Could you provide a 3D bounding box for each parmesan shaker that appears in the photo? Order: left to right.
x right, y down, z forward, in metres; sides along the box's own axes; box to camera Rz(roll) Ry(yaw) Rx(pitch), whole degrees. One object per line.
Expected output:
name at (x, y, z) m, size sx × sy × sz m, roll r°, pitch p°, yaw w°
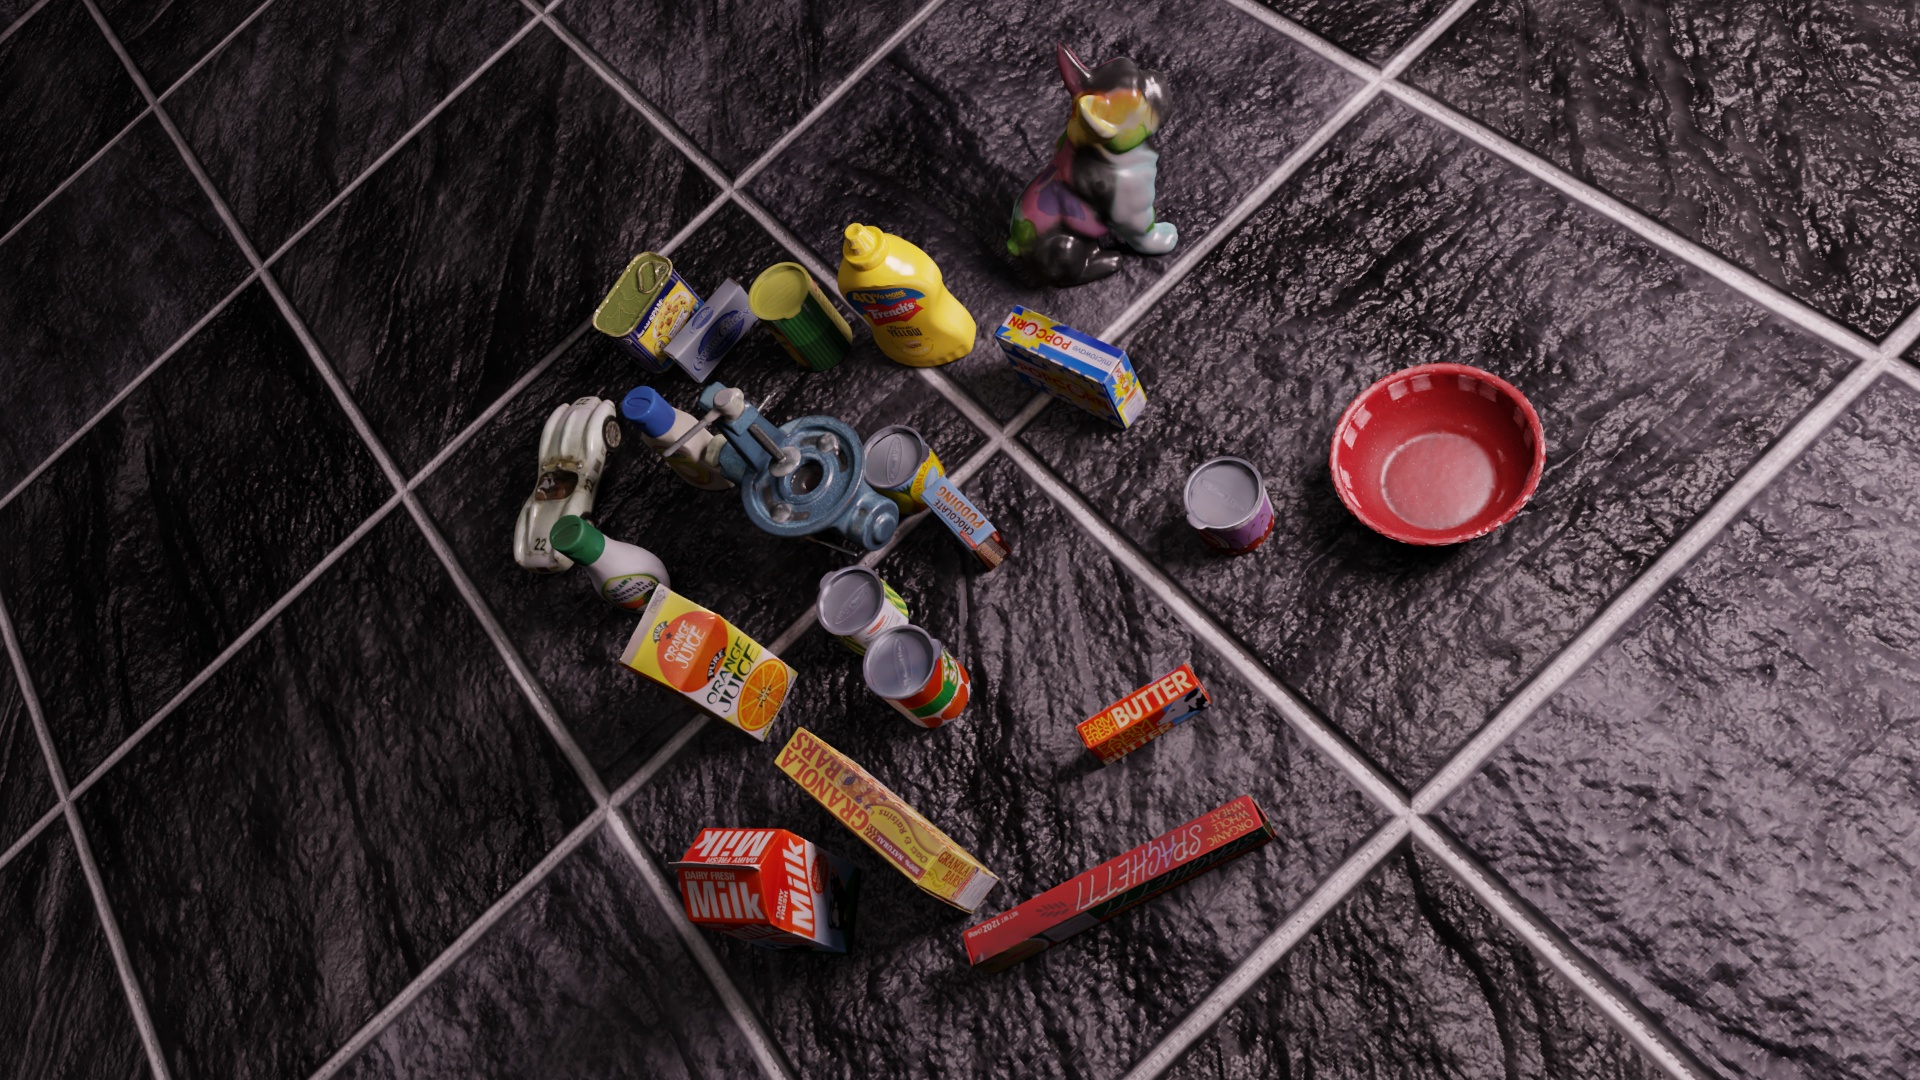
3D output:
parmesan shaker at (-0.157, -0.219, 1.383) m, size 0.071 × 0.103 × 0.071 m, roll -9°, pitch 63°, yaw 18°

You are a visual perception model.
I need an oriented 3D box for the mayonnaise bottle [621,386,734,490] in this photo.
mayonnaise bottle at (-0.273, -0.097, 1.344) m, size 0.065 × 0.147 × 0.041 m, roll 6°, pitch 68°, yaw 25°

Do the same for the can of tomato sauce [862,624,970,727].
can of tomato sauce at (-0.034, 0.115, 1.180) m, size 0.071 × 0.083 × 0.071 m, roll -9°, pitch 62°, yaw 18°

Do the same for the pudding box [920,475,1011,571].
pudding box at (0.004, -0.016, 1.248) m, size 0.030 × 0.049 × 0.084 m, roll -42°, pitch 57°, yaw -1°

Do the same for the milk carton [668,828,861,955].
milk carton at (-0.150, 0.272, 1.085) m, size 0.072 × 0.190 × 0.074 m, roll -5°, pitch 64°, yaw 21°

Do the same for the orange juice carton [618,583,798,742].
orange juice carton at (-0.225, 0.104, 1.198) m, size 0.073 × 0.192 × 0.072 m, roll 18°, pitch 74°, yaw 29°

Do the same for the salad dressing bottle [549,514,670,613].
salad dressing bottle at (-0.330, 0.022, 1.308) m, size 0.064 × 0.147 × 0.044 m, roll -25°, pitch 59°, yaw 9°

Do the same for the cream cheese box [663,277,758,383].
cream cheese box at (-0.258, -0.219, 1.454) m, size 0.024 × 0.053 × 0.104 m, roll 36°, pitch 82°, yaw 32°

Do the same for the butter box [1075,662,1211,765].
butter box at (0.147, 0.140, 1.111) m, size 0.103 × 0.053 × 0.024 m, roll -31°, pitch 58°, yaw 6°

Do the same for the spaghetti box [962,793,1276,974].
spaghetti box at (0.122, 0.264, 1.062) m, size 0.250 × 0.050 × 0.029 m, roll -28°, pitch 58°, yaw 7°

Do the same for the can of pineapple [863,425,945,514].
can of pineapple at (-0.052, -0.065, 1.291) m, size 0.071 × 0.057 × 0.071 m, roll -9°, pitch 62°, yaw 18°

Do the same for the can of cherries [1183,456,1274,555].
can of cherries at (0.222, -0.027, 1.160) m, size 0.071 × 0.058 × 0.072 m, roll -9°, pitch 62°, yaw 18°

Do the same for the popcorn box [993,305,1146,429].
popcorn box at (0.100, -0.157, 1.258) m, size 0.127 × 0.085 × 0.038 m, roll 29°, pitch 79°, yaw 31°

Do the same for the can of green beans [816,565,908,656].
can of green beans at (-0.087, 0.064, 1.242) m, size 0.071 × 0.057 × 0.071 m, roll -9°, pitch 62°, yaw 18°

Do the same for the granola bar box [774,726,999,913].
granola bar box at (-0.059, 0.225, 1.111) m, size 0.166 × 0.124 × 0.039 m, roll 33°, pitch 81°, yaw 31°
